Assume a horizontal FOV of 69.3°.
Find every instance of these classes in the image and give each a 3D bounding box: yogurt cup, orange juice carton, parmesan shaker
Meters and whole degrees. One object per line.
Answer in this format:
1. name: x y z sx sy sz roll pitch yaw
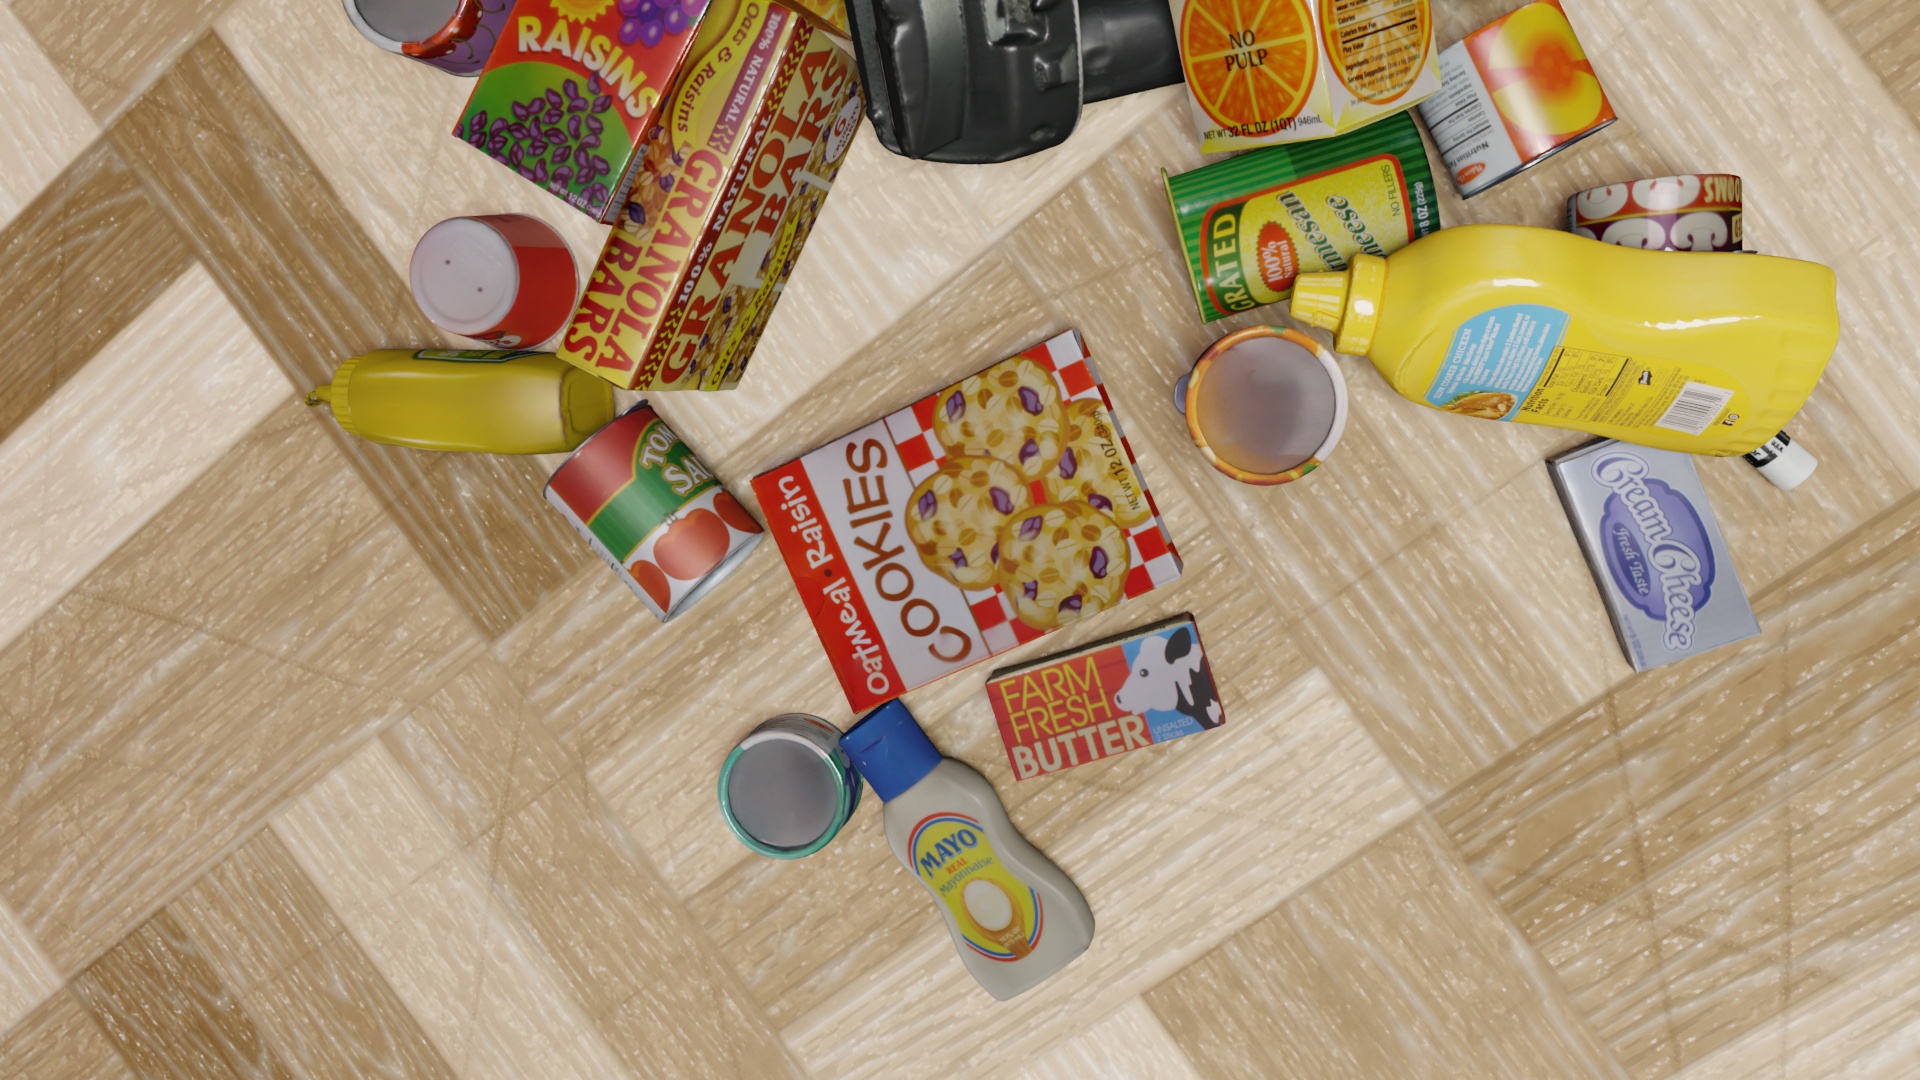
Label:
1. yogurt cup: -0.225 -0.125 0.666 0.072 0.054 0.072 1 97 9
2. orange juice carton: 0.122 -0.256 0.537 0.073 0.072 0.192 -28 112 -31
3. parmesan shaker: 0.144 -0.141 0.594 0.103 0.071 0.071 -16 94 11

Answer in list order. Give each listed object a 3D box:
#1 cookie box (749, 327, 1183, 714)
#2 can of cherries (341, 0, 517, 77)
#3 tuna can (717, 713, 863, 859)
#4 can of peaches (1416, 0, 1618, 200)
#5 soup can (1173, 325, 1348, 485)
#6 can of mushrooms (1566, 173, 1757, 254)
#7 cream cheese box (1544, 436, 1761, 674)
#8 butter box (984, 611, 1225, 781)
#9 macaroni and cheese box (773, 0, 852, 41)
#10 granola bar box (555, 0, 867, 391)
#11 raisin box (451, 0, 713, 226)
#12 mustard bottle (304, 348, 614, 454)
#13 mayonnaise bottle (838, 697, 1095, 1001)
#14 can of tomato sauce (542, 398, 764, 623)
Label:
1. cookie box: 0.002 -0.008 0.648 0.167 0.040 0.123 -24 92 11
2. can of cherries: -0.244 -0.259 0.651 0.071 0.058 0.071 1 97 10
3. tuna can: -0.084 0.123 0.682 0.071 0.033 0.071 1 96 9
4. can of peaches: 0.230 -0.184 0.578 0.071 0.071 0.058 -27 91 12
5. soup can: 0.127 -0.059 0.600 0.071 0.084 0.071 1 97 10
6. can of mushrooms: 0.288 -0.130 0.572 0.071 0.071 0.033 -3 95 10
7. cream cheese box: 0.302 0.002 0.608 0.053 0.024 0.103 -22 93 11
8. butter box: 0.068 0.074 0.655 0.103 0.024 0.053 -18 93 11
9. macaroni and cheese box: -0.055 -0.312 0.579 0.040 0.124 0.166 28 101 25
10. granola bar box: -0.100 -0.145 0.607 0.039 0.124 0.165 28 101 7
11. raisin box: -0.170 -0.222 0.653 0.086 0.040 0.123 32 100 5
12. mustard bottle: -0.251 -0.069 0.673 0.160 0.065 0.048 3 102 13
13. mayonnaise bottle: -0.001 0.145 0.666 0.064 0.041 0.148 -37 90 14
14. can of tomato sauce: -0.143 -0.014 0.659 0.071 0.071 0.083 -43 89 12
